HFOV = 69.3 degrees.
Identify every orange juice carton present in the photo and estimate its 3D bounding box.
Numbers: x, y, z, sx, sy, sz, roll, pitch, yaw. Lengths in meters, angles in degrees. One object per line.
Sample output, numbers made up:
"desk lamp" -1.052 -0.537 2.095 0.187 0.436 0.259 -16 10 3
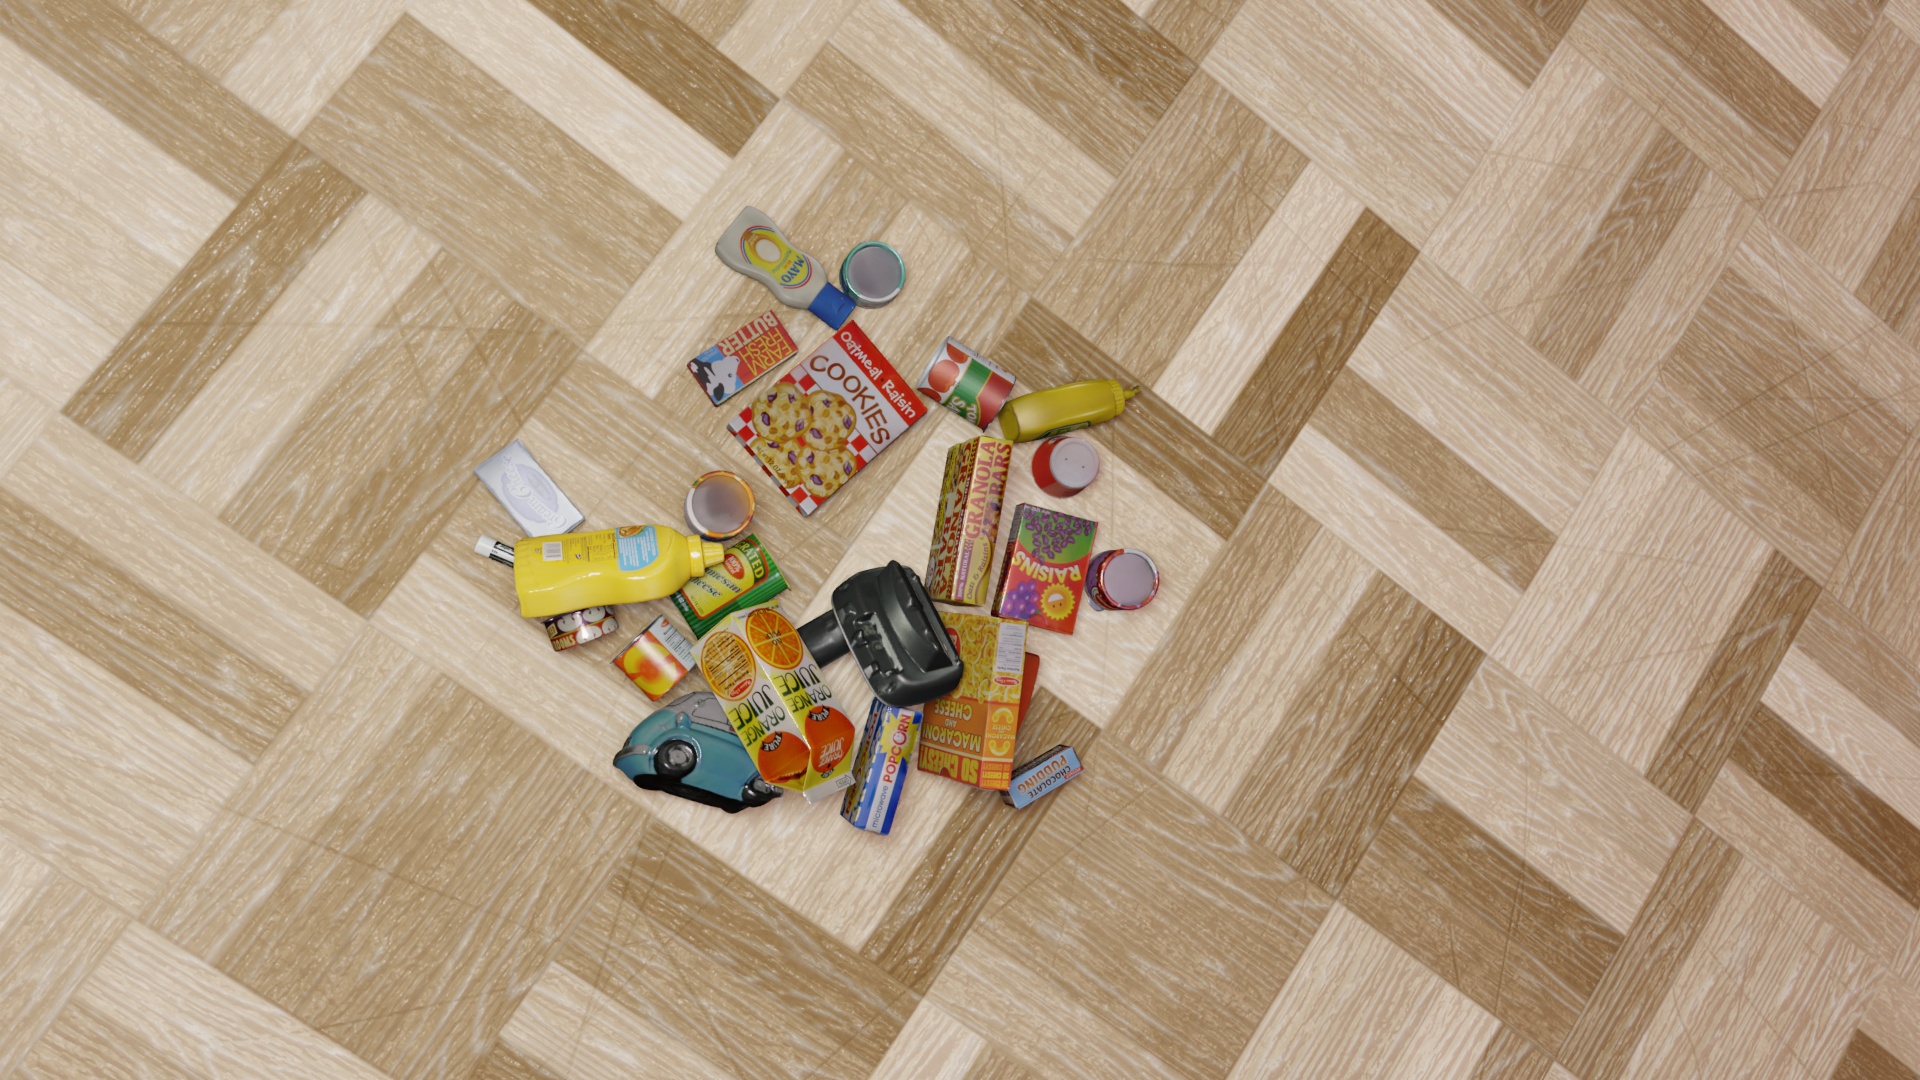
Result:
"orange juice carton" -0.171 0.160 1.333 0.072 0.072 0.193 -39 78 31

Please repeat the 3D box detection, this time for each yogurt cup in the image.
"yogurt cup" 0.113 -0.080 1.467 0.072 0.054 0.072 0 88 -12

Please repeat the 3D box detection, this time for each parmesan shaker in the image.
"parmesan shaker" -0.229 0.049 1.372 0.103 0.071 0.071 -34 95 -13

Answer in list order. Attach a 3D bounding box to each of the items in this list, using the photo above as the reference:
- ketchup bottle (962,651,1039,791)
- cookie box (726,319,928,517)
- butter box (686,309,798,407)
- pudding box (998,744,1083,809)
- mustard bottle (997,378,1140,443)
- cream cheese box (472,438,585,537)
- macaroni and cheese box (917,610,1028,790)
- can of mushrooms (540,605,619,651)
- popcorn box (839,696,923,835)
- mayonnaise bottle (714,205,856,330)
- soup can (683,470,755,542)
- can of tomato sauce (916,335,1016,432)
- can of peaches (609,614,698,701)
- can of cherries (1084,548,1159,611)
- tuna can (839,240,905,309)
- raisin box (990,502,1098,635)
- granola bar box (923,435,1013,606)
"ketchup bottle" 0.036 0.183 1.440 0.065 0.043 0.149 16 84 -16
"cookie box" -0.135 -0.124 1.418 0.168 0.040 0.123 -42 96 -12
"butter box" -0.221 -0.185 1.410 0.104 0.024 0.053 -36 96 -12
"pudding box" 0.082 0.245 1.444 0.084 0.049 0.030 -28 92 -13
"mustard bottle" 0.122 -0.142 1.468 0.161 0.065 0.049 -15 87 -17
"cream cheese box" -0.420 -0.044 1.356 0.053 0.024 0.103 -40 96 -11
"macaroni and cheese box" 0.010 0.157 1.393 0.040 0.123 0.166 9 85 -32
"can of mushrooms" -0.367 0.082 1.339 0.071 0.071 0.033 -21 94 -13
"popcorn box" -0.080 0.225 1.390 0.038 0.085 0.127 18 83 -13
"mayonnaise bottle" -0.175 -0.273 1.417 0.148 0.041 0.065 37 77 -8
"soup can" -0.235 -0.034 1.368 0.071 0.083 0.071 1 87 -13
"can of tomato sauce" 0.005 -0.161 1.440 0.083 0.071 0.071 31 81 -9
"can of peaches" -0.297 0.117 1.356 0.071 0.071 0.058 -45 98 -11
"can of cherries" 0.169 0.044 1.471 0.071 0.058 0.071 1 87 -13
"tuna can" -0.092 -0.278 1.441 0.071 0.033 0.071 1 87 -13
"raisin box" 0.089 0.030 1.463 0.086 0.040 0.123 15 85 -13
"granola bar box" 0.005 -0.018 1.402 0.039 0.124 0.165 11 85 -14
